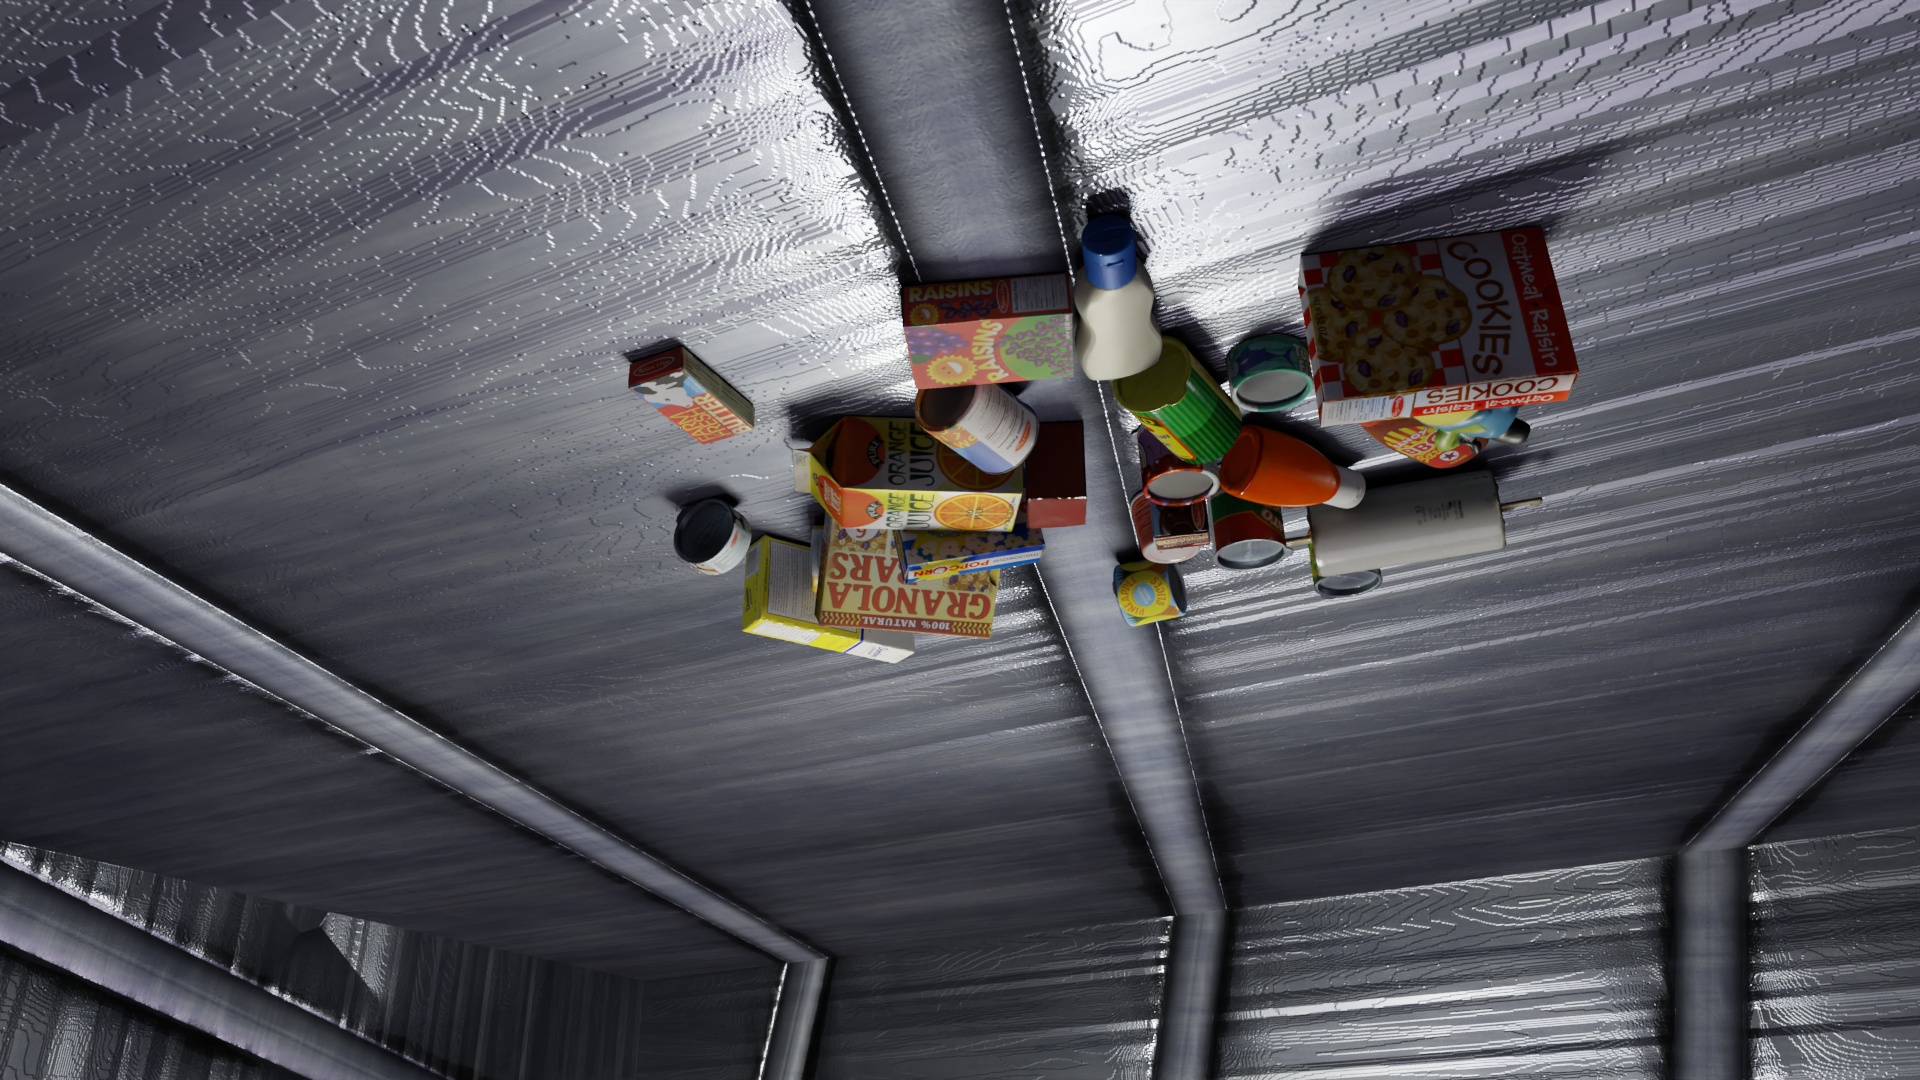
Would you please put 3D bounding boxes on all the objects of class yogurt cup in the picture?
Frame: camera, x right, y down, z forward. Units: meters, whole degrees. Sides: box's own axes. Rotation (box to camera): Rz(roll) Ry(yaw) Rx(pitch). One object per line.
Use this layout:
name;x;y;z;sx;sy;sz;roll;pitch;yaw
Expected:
yogurt cup;0.196;-0.014;1.308;0.072;0.054;0.072;-2;152;-1

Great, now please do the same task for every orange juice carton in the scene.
orange juice carton;-0.046;-0.057;1.188;0.193;0.073;0.071;2;153;-5

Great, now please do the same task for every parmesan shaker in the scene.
parmesan shaker;0.175;-0.108;1.101;0.071;0.071;0.103;-18;149;28

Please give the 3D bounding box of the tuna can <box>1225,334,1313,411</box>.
tuna can;0.247;-0.132;1.099;0.071;0.033;0.070;-1;153;0

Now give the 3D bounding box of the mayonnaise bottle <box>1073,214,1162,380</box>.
mayonnaise bottle;0.111;-0.173;1.002;0.065;0.041;0.147;-15;151;2

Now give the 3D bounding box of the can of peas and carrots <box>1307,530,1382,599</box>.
can of peas and carrots;0.379;0.018;1.377;0.071;0.059;0.070;-1;154;0

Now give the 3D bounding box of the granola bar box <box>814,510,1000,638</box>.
granola bar box;-0.046;0.022;1.293;0.166;0.124;0.039;5;-170;-13

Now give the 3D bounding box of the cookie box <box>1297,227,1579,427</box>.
cookie box;0.329;-0.150;0.969;0.167;0.123;0.040;-6;153;8

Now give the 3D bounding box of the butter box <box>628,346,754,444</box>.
butter box;-0.214;-0.115;1.117;0.053;0.024;0.103;-14;151;22

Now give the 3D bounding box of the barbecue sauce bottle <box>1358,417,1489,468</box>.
barbecue sauce bottle;0.368;-0.102;1.155;0.148;0.044;0.064;16;149;-30

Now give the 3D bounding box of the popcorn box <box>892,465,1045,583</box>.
popcorn box;0.004;-0.015;1.235;0.127;0.085;0.038;-9;155;-10

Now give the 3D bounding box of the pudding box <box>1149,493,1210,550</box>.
pudding box;0.192;-0.035;1.231;0.049;0.084;0.030;-7;153;10

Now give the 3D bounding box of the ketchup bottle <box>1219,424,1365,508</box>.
ketchup bottle;0.297;-0.058;1.225;0.149;0.064;0.043;11;-168;-35

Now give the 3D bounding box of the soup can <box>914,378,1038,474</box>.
soup can;0.011;-0.100;1.116;0.071;0.071;0.083;-19;148;30

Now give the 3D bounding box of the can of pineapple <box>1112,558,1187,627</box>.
can of pineapple;0.194;0.051;1.420;0.058;0.071;0.071;-15;150;22

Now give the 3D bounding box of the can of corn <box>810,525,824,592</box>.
can of corn;-0.113;0.019;1.341;0.058;0.071;0.071;0;153;-2

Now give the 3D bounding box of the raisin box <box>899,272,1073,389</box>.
raisin box;0.022;-0.155;1.034;0.123;0.040;0.085;-5;154;3

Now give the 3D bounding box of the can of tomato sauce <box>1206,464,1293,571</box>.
can of tomato sauce;0.260;-0.023;1.260;0.071;0.083;0.071;-1;153;-1

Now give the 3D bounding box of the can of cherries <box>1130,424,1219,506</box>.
can of cherries;0.184;-0.069;1.193;0.071;0.058;0.071;-2;153;-1

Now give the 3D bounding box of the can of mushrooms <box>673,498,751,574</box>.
can of mushrooms;-0.231;-0.005;1.291;0.071;0.071;0.033;-13;151;21
